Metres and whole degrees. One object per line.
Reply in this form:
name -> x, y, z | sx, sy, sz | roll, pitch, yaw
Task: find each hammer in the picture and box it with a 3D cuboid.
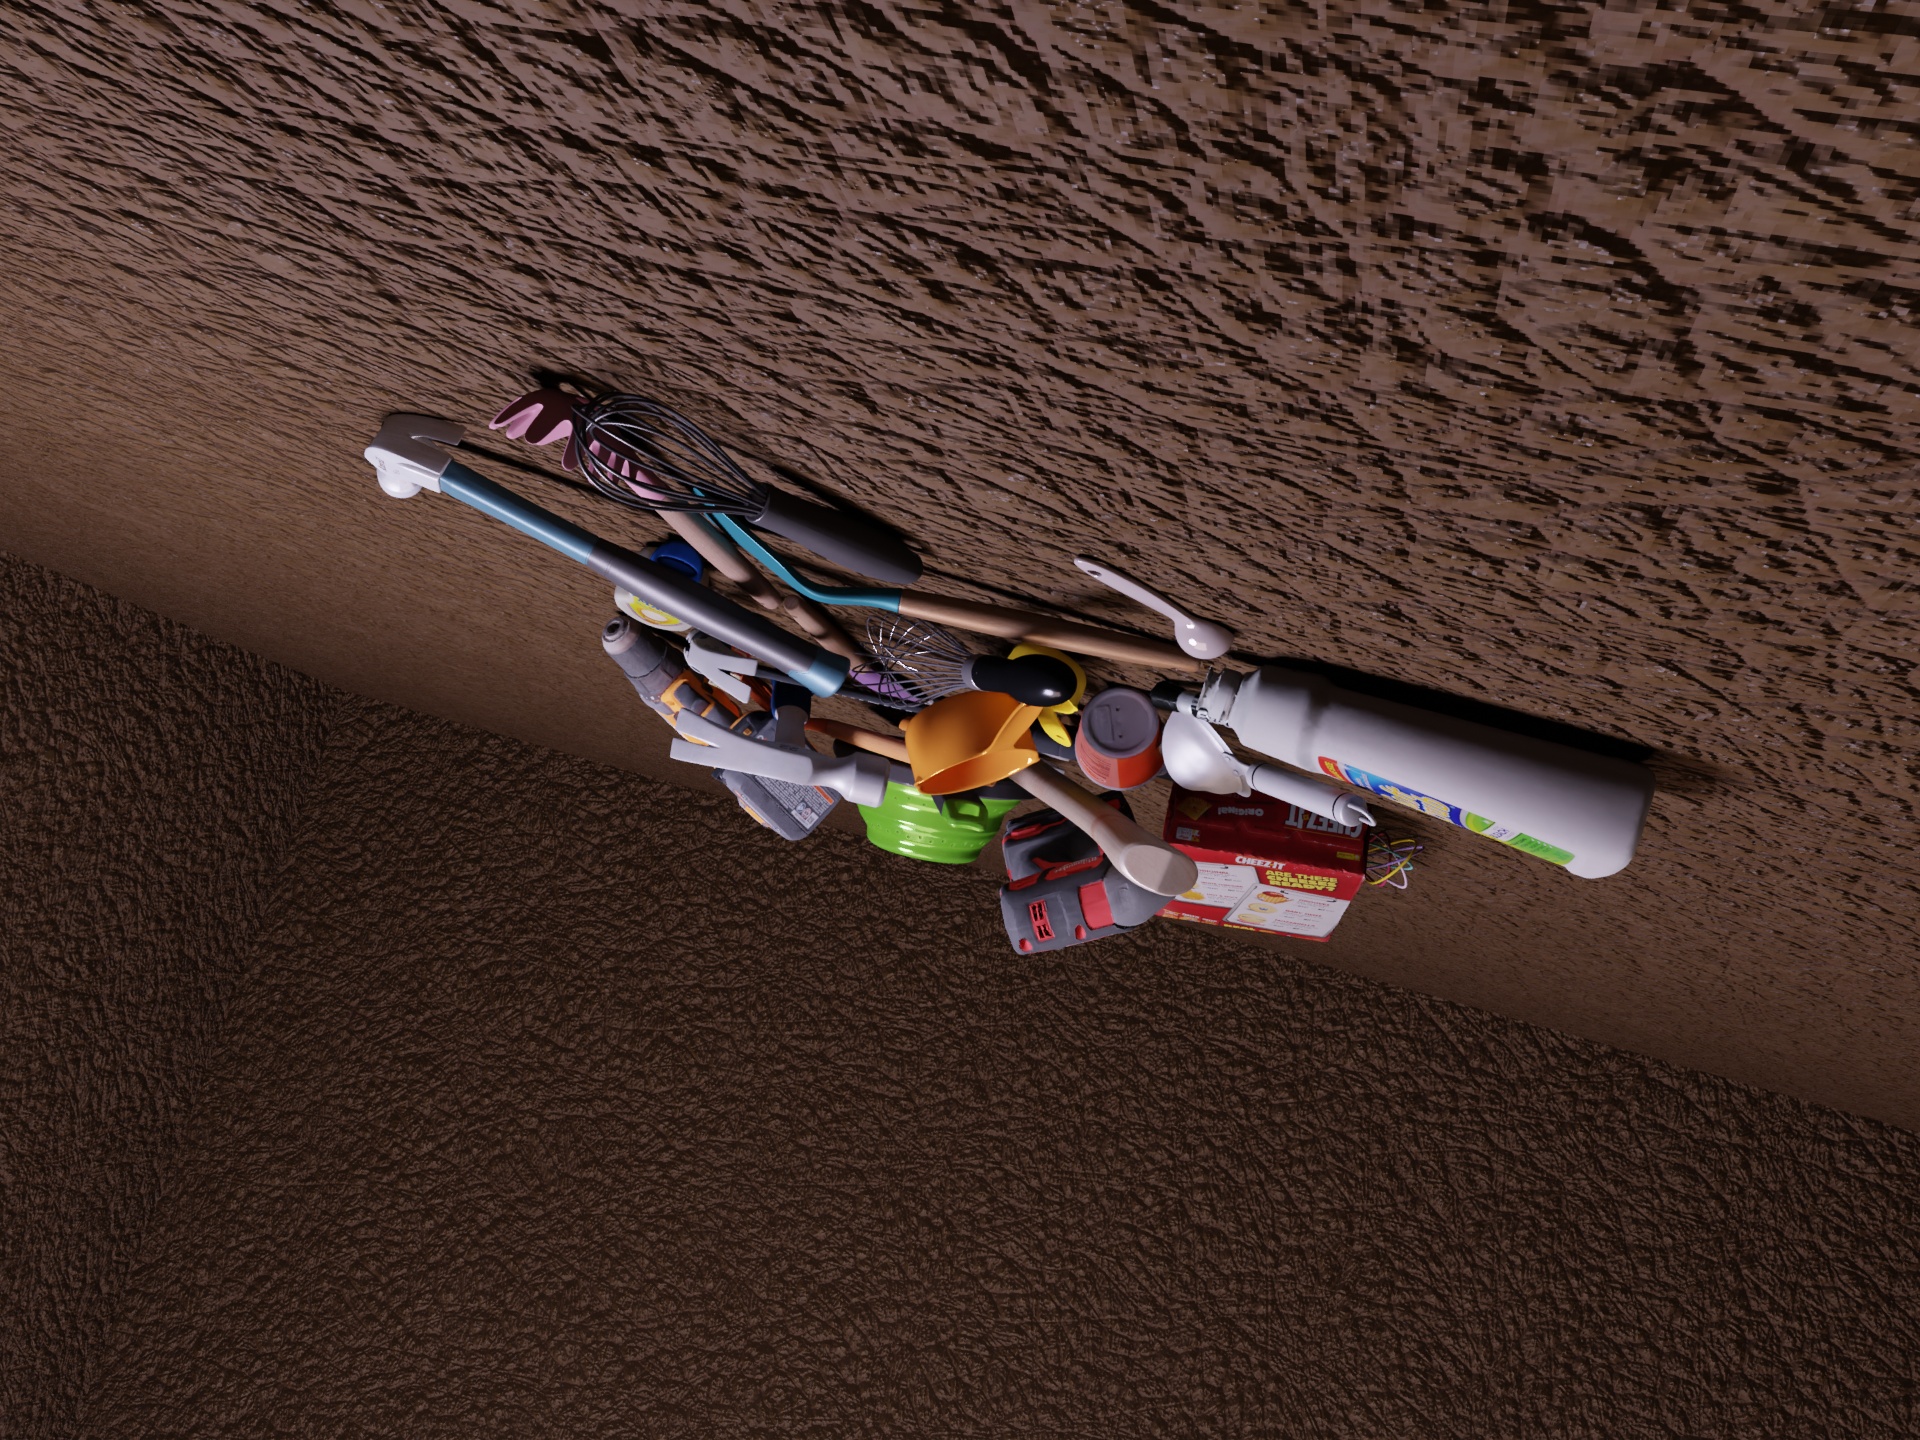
hammer -> -0.136, -0.004, 1.227 | 0.144, 0.035, 0.406 | 13, -172, -8
hammer -> -0.223, -0.102, 1.018 | 0.331, 0.033, 0.128 | 28, 166, -9
hammer -> -0.002, -0.004, 1.201 | 0.408, 0.036, 0.149 | 13, -173, -17
hammer -> 0.089, 0.060, 1.232 | 0.146, 0.038, 0.411 | 18, -173, -21

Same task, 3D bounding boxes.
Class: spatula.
spatula -> -0.088, -0.051, 1.272 | 0.060, 0.018, 0.315 | 18, 172, 15
spatula -> -0.097, 0.004, 1.447 | 0.323, 0.041, 0.081 | 17, 171, 34
spatula -> -0.008, -0.078, 0.957 | 0.317, 0.044, 0.082 | 12, 173, -1

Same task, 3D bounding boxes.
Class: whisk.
whisk -> -0.001, -0.032, 1.003 | 0.070, 0.070, 0.285 | 21, 177, -25
whisk -> 0.361, 0.127, 1.453 | 0.051, 0.047, 0.245 | 16, 174, -3
whisk -> -0.104, -0.115, 0.841 | 0.055, 0.055, 0.238 | 7, 171, 46

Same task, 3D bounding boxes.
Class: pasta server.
pasta server -> -0.171, -0.117, 0.932 | 0.060, 0.040, 0.316 | 29, 174, 21

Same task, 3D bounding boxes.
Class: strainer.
strainer -> 0.189, 0.035, 1.031 | 0.086, 0.050, 0.259 | 55, 169, -21

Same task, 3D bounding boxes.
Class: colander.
colander -> -0.020, 0.090, 1.441 | 0.204, 0.094, 0.397 | 10, -174, -7

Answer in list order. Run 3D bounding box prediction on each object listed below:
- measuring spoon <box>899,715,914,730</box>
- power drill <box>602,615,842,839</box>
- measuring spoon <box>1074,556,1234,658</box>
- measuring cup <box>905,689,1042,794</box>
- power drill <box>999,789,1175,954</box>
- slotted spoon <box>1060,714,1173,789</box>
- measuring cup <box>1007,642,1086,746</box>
measuring spoon -> -0.005, 0.013, 1.239 | 0.021, 0.011, 0.117 | -6, -163, -44
power drill -> -0.224, -0.002, 1.445 | 0.226, 0.084, 0.185 | 35, 169, 42
measuring spoon -> 0.104, -0.059, 0.870 | 0.124, 0.018, 0.034 | 25, 168, -38
measuring cup -> 0.017, -0.003, 1.068 | 0.095, 0.052, 0.173 | -11, 162, -22
power drill -> 0.103, 0.121, 1.270 | 0.143, 0.078, 0.220 | -16, -173, 3
slotted spoon -> 0.197, 0.056, 1.369 | 0.313, 0.031, 0.070 | 26, 161, -37
measuring cup -> 0.067, -0.016, 1.114 | 0.062, 0.029, 0.156 | 26, 169, 18
